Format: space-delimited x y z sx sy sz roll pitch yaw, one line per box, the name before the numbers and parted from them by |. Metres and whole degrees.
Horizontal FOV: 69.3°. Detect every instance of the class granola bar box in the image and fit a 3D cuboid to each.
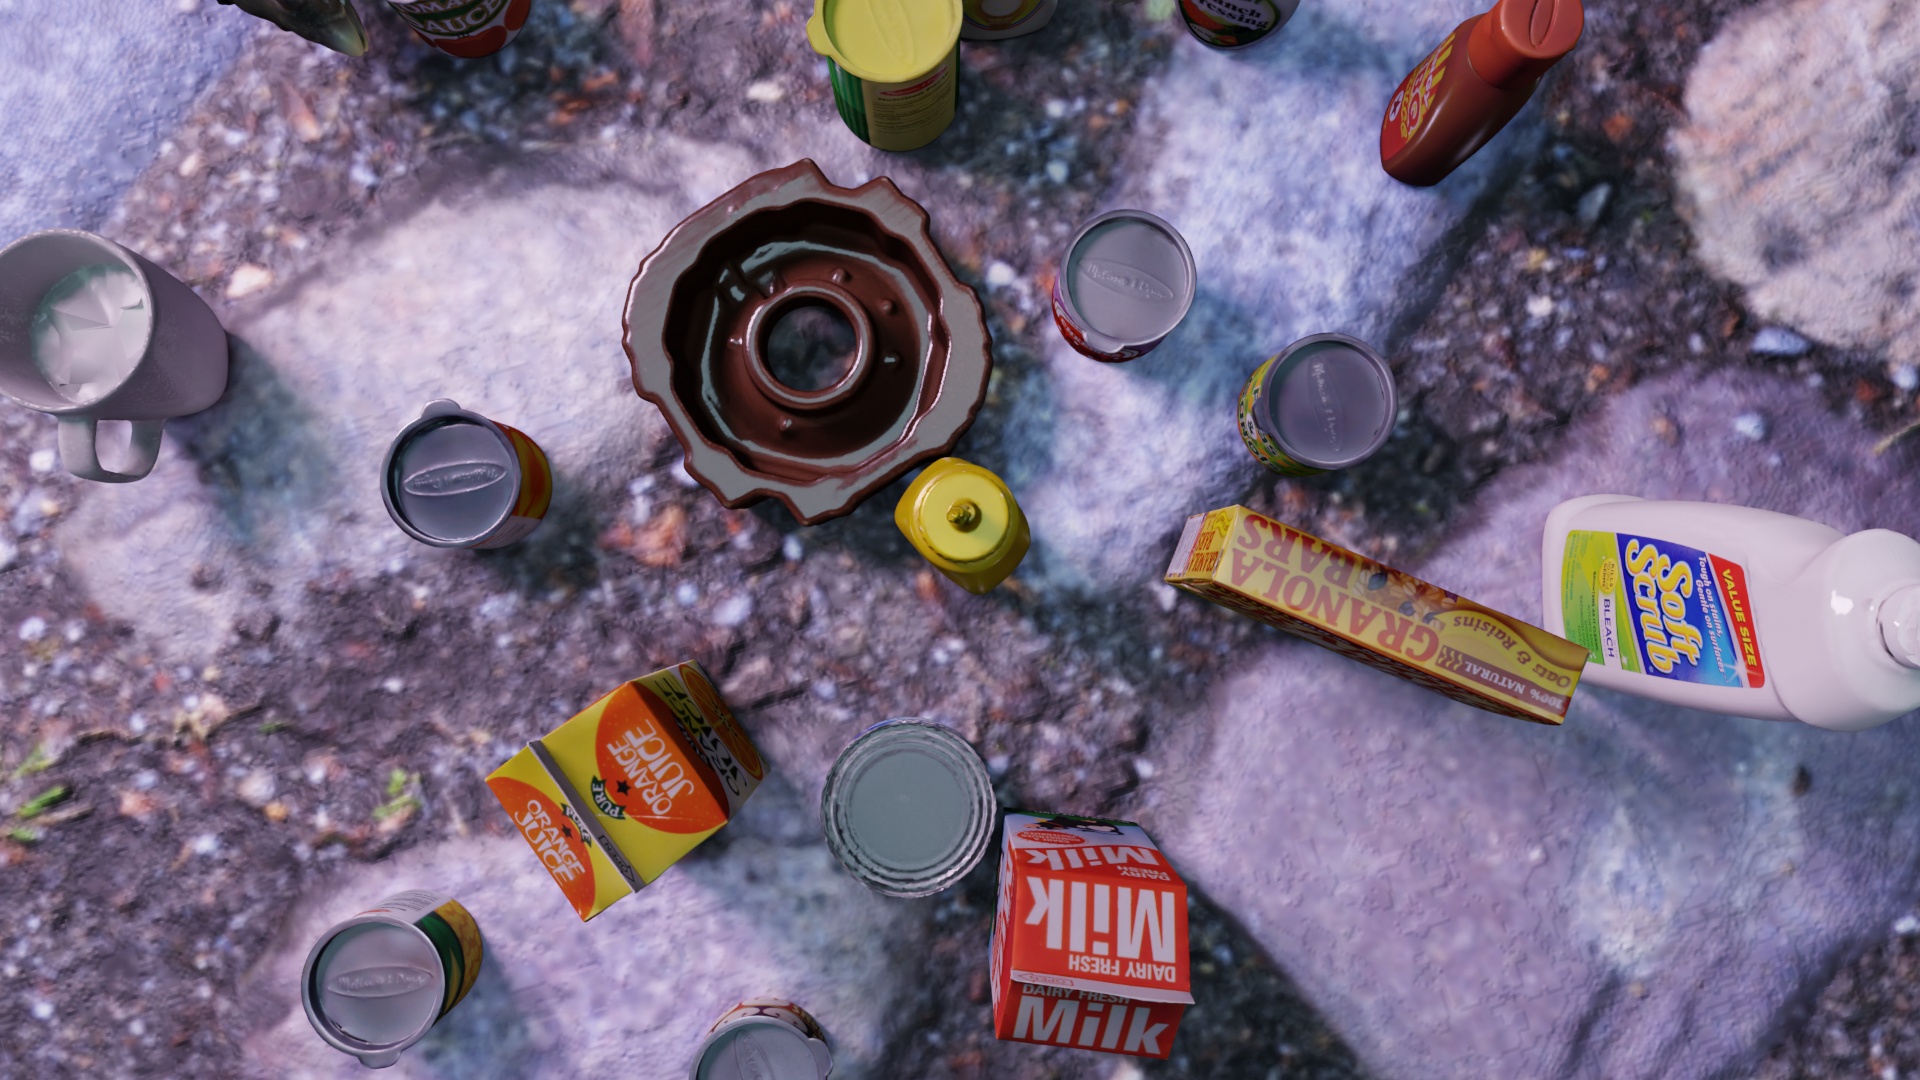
granola bar box | 0.187 0.035 0.654 0.165 0.124 0.039 22 88 0

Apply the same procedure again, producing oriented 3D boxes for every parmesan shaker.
parmesan shaker | -0.035 -0.234 0.670 0.071 0.103 0.071 0 88 -1

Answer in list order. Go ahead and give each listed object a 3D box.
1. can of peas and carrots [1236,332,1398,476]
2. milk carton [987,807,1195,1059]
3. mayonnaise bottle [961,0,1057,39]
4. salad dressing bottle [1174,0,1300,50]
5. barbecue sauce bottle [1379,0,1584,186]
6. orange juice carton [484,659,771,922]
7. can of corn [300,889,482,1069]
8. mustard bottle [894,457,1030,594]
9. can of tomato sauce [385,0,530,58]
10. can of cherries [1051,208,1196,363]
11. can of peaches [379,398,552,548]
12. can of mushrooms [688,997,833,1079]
can of peas and carrots | 0.173 -0.065 0.690 0.071 0.058 0.071 0 88 -1
milk carton | 0.053 0.172 0.612 0.072 0.190 0.073 7 88 -1
mayonnaise bottle | 0.018 -0.282 0.651 0.065 0.148 0.041 -5 88 -1
salad dressing bottle | 0.139 -0.280 0.654 0.064 0.147 0.044 25 88 0
barbecue sauce bottle | 0.243 -0.217 0.653 0.044 0.148 0.065 17 88 -1
orange juice carton | -0.143 0.106 0.609 0.073 0.192 0.072 -35 89 -2
can of corn | -0.272 0.209 0.670 0.071 0.058 0.071 0 88 -1
mustard bottle | 0.002 -0.008 0.633 0.065 0.160 0.049 42 88 0
can of tomato sauce | -0.253 -0.280 0.677 0.071 0.083 0.071 0 88 -1
can of cherries | 0.078 -0.123 0.691 0.071 0.058 0.071 0 88 -1
can of peaches | -0.240 -0.031 0.680 0.071 0.058 0.071 0 88 -1
can of mushrooms | -0.096 0.261 0.684 0.071 0.033 0.071 0 88 -1
